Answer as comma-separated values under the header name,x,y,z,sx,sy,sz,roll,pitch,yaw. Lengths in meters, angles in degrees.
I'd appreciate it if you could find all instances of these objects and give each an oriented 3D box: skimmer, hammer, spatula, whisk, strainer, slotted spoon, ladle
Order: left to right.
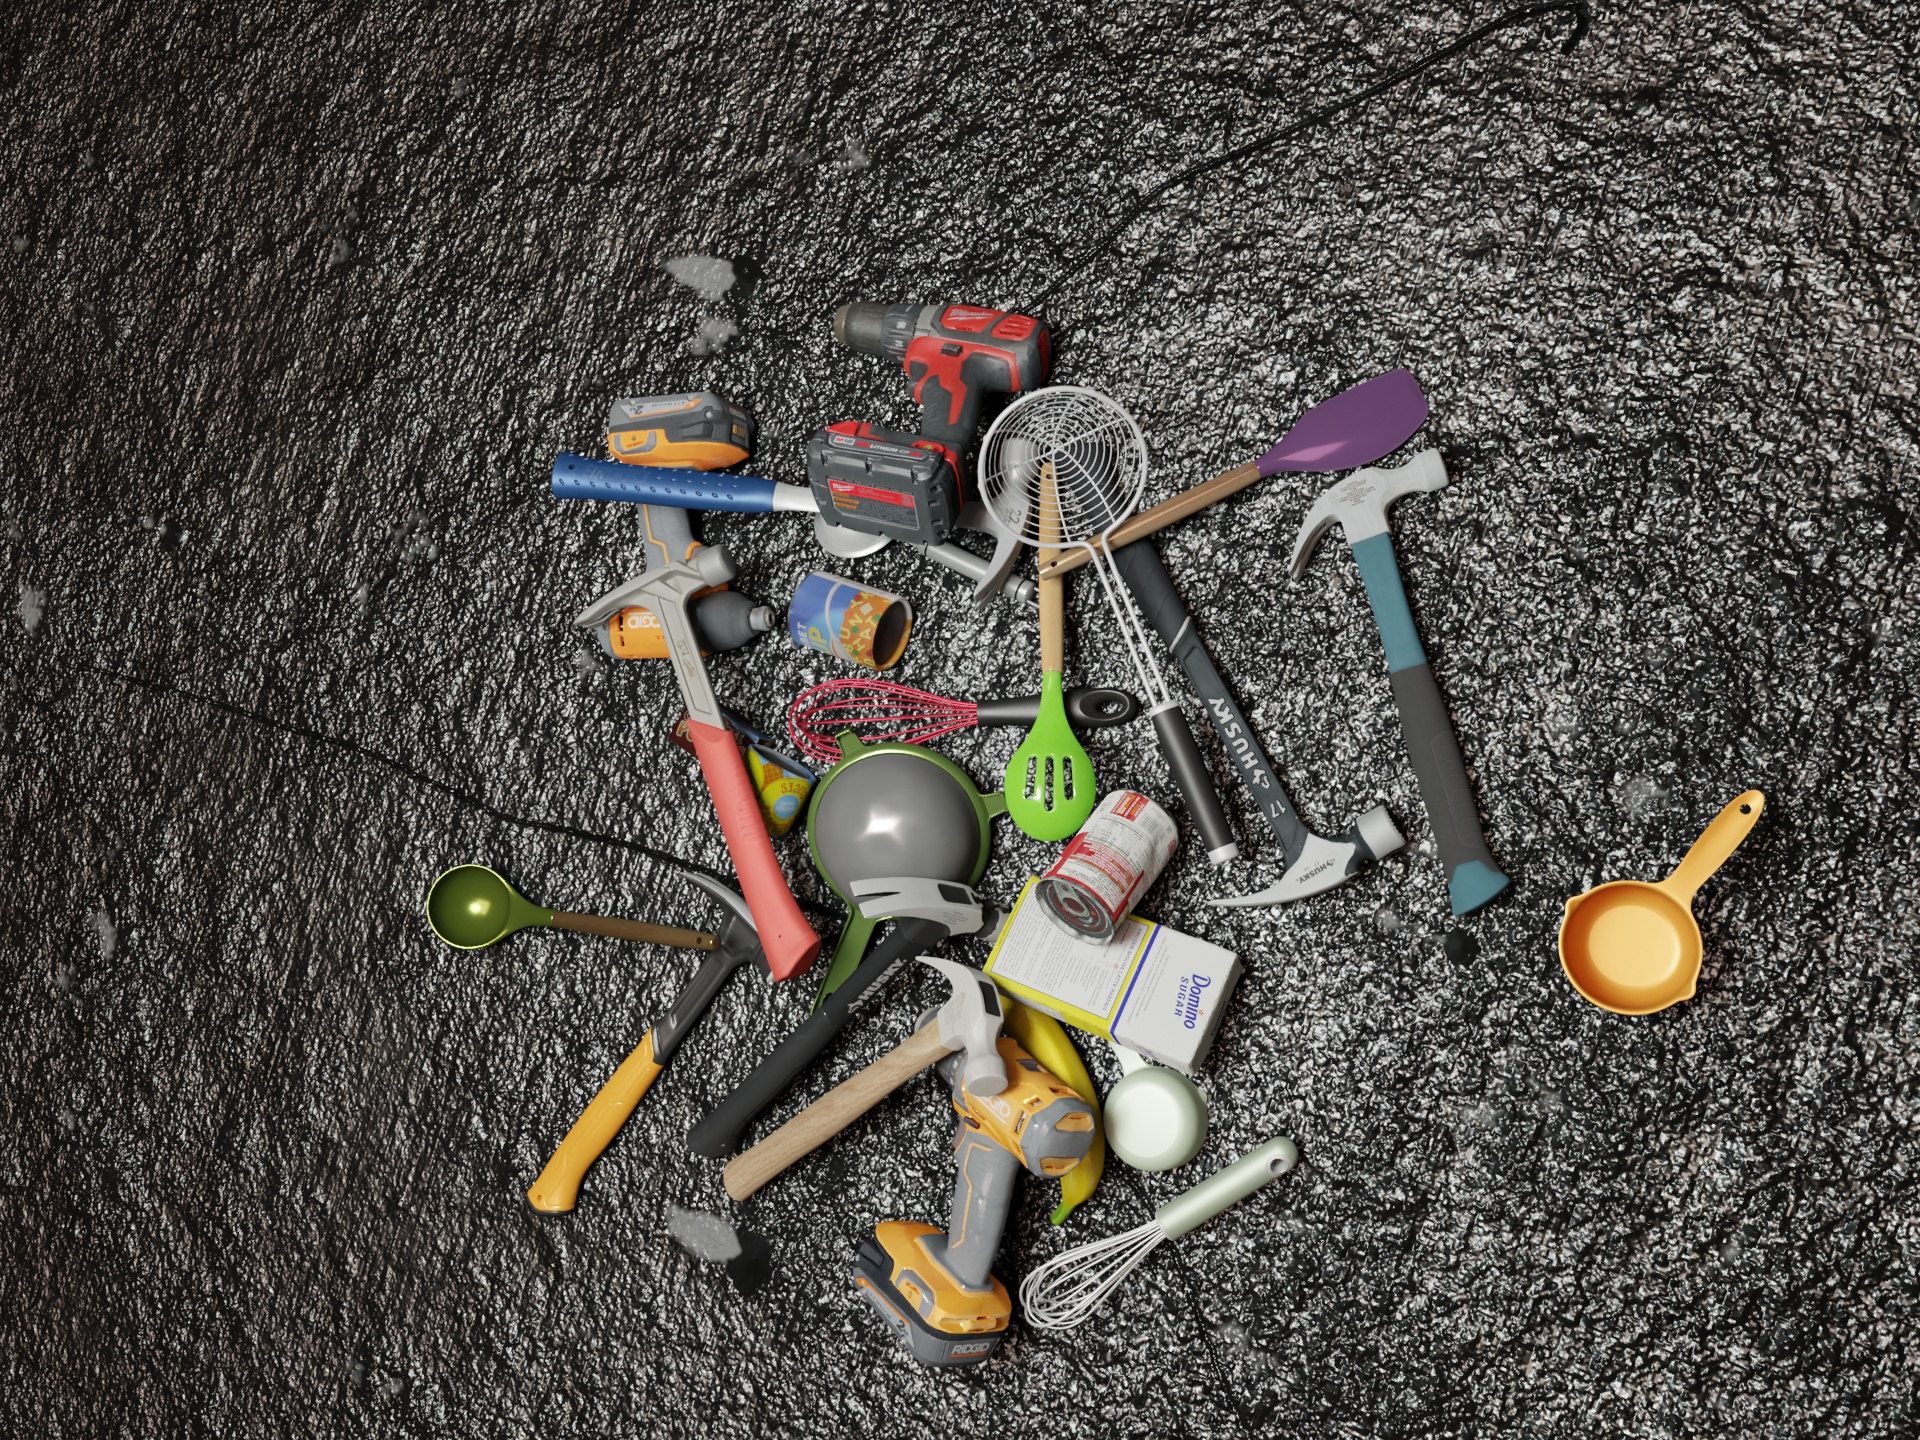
name,x,y,z,sx,sy,sz,roll,pitch,yaw
ladle,-0.343,0.176,1.393,0.320,0.062,0.078,3,82,32
hammer,-0.280,0.293,1.384,0.127,0.034,0.337,40,100,22
hammer,-0.202,0.043,1.304,0.149,0.036,0.359,-24,77,16
hammer,-0.143,-0.179,1.314,0.405,0.035,0.144,7,73,10
hammer,-0.114,0.244,1.276,0.334,0.146,0.035,-46,47,21
hammer,-0.083,0.294,1.248,0.331,0.031,0.130,-41,40,32
strainer,-0.074,0.144,1.271,0.151,0.069,0.256,23,104,2
strainer,-0.034,-0.152,1.329,0.258,0.050,0.087,28,81,21
whisk,-0.002,-0.004,1.287,0.296,0.073,0.073,-3,82,17
slotted spoon,0.070,-0.061,1.249,0.070,0.031,0.314,-1,71,5
skimmer,0.123,-0.067,1.163,0.127,0.090,0.363,-23,81,8
whisk,0.145,0.378,1.178,0.246,0.059,0.057,-36,107,12
hammer,0.175,-0.046,1.223,0.149,0.036,0.409,-33,71,18
spatula,0.204,-0.178,1.212,0.316,0.018,0.060,-24,74,9
hammer,0.330,-0.025,1.150,0.128,0.033,0.331,-18,76,21

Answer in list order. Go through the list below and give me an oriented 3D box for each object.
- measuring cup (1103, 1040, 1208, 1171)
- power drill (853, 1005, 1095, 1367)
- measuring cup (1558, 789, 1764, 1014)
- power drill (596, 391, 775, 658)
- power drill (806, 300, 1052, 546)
name,x,y,z,sx,sy,sz,roll,pitch,yaw
measuring cup,0.124,0.260,1.202,0.083,0.038,0.168,-32,73,18
power drill,-0.004,0.344,1.211,0.185,0.084,0.226,31,103,49
measuring cup,0.473,0.118,1.057,0.095,0.052,0.173,40,98,23
power drill,-0.236,-0.168,1.401,0.164,0.084,0.226,0,87,22
power drill,-0.046,-0.255,1.275,0.188,0.080,0.227,14,55,18
